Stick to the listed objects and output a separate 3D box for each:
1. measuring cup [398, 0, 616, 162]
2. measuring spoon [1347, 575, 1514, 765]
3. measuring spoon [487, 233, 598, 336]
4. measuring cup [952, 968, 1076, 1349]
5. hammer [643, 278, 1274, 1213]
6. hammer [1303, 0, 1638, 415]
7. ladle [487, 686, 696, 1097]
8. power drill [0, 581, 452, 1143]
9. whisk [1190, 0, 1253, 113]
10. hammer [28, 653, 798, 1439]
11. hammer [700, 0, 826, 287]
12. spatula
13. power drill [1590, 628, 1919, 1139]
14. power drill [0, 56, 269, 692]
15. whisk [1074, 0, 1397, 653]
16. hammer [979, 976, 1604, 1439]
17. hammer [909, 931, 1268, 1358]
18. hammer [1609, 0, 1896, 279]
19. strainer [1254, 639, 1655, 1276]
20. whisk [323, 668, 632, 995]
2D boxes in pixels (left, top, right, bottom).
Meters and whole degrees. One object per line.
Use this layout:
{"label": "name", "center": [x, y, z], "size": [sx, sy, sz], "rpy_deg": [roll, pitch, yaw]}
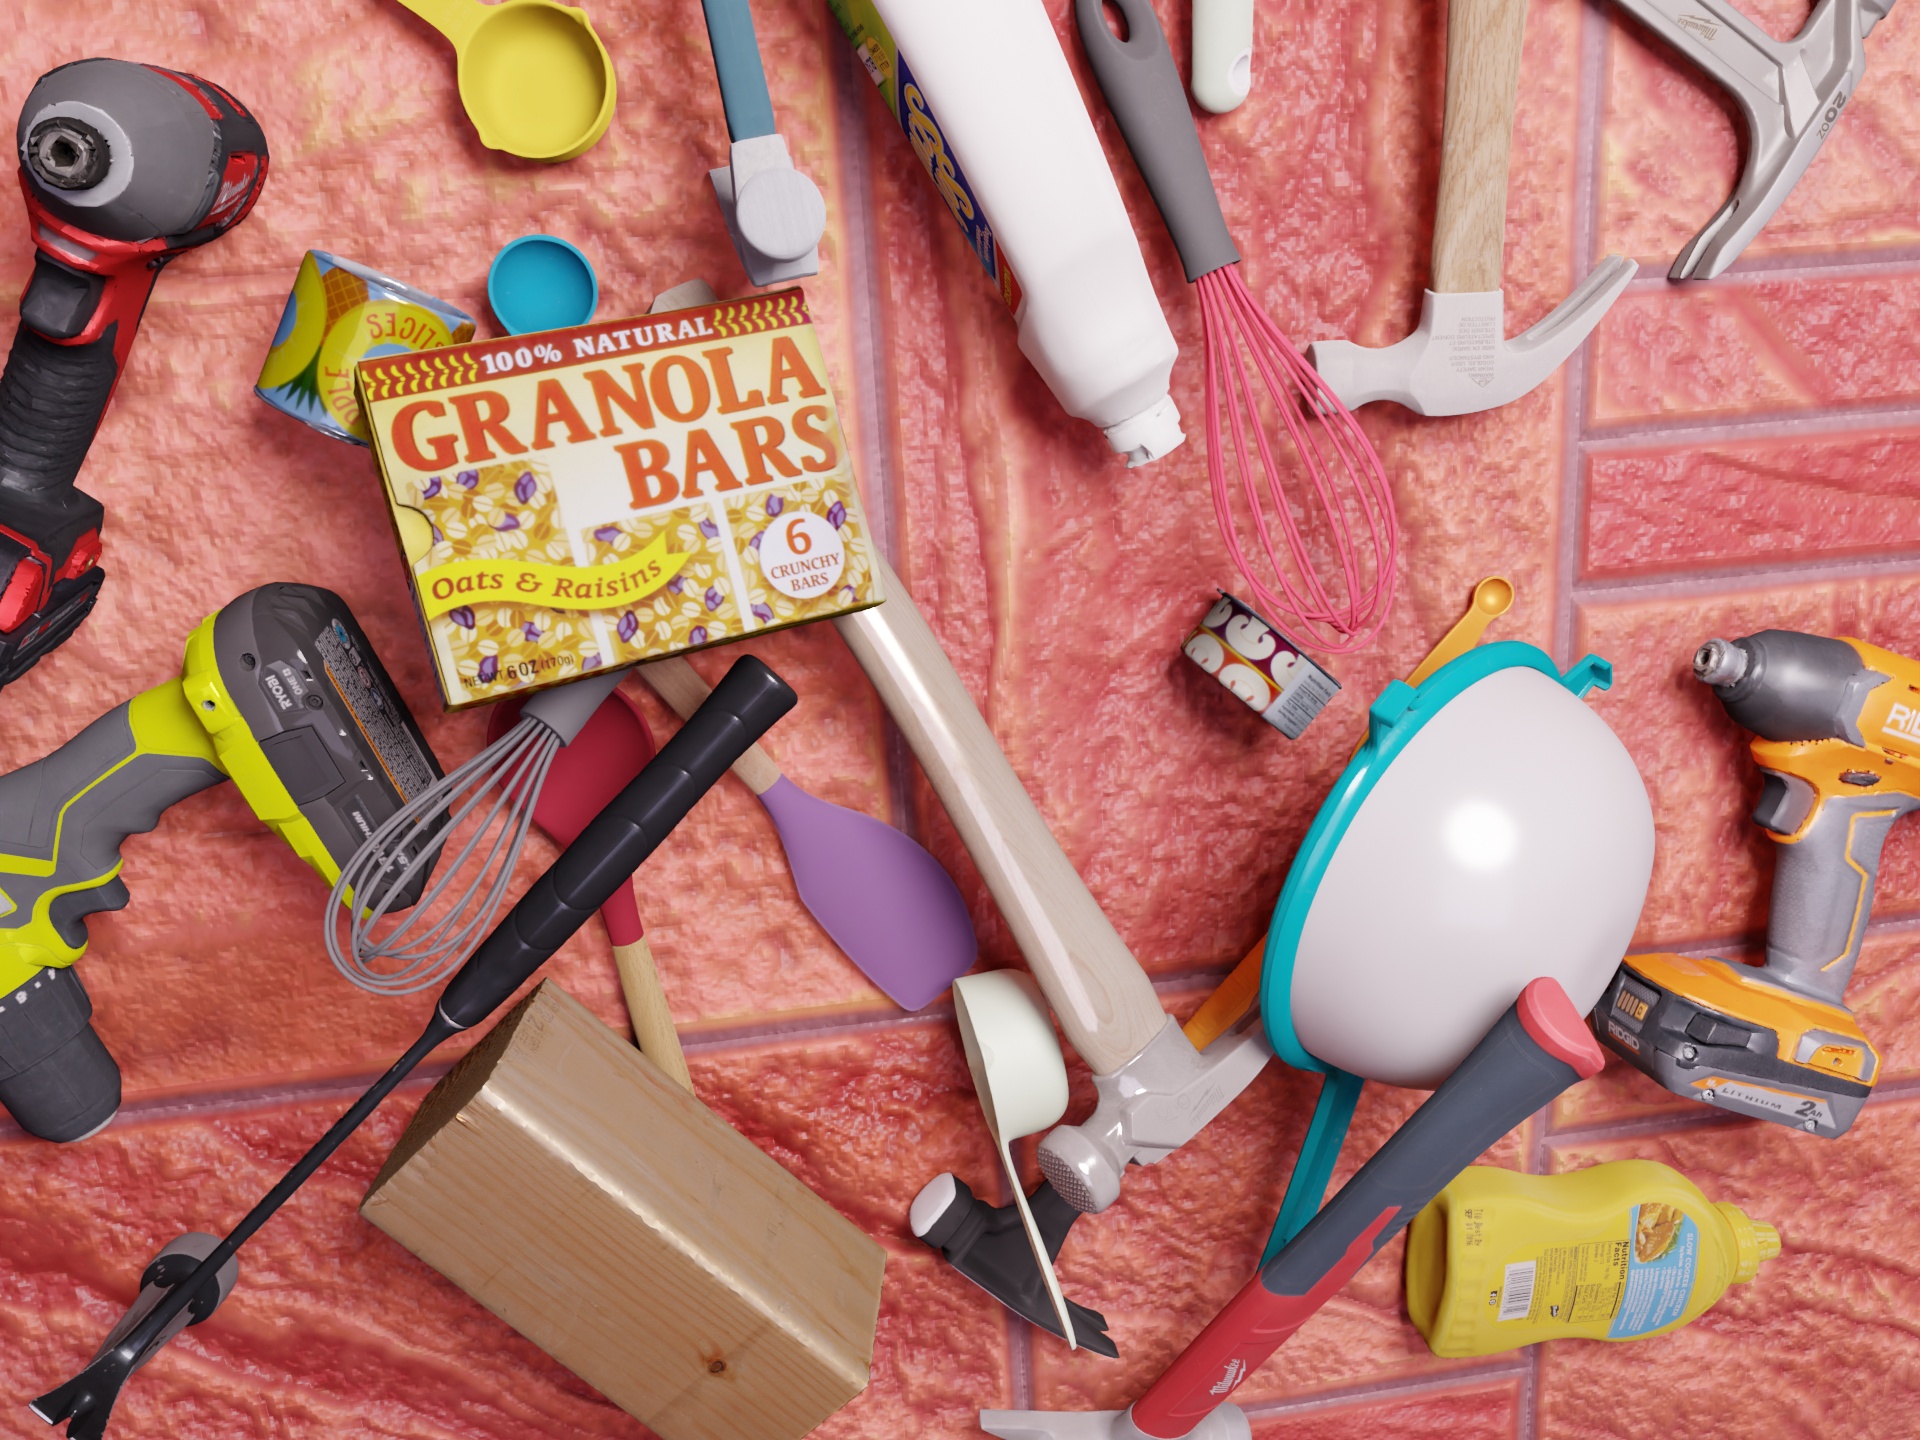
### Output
{"label": "measuring cup", "center": [-0.198, -0.272, 0.601], "size": [0.156, 0.029, 0.062], "rpy_deg": [38, 97, -5]}
{"label": "measuring spoon", "center": [0.217, -0.019, 0.743], "size": [0.021, 0.011, 0.117], "rpy_deg": [32, 102, -16]}
{"label": "measuring spoon", "center": [-0.171, -0.128, 0.638], "size": [0.042, 0.021, 0.128], "rpy_deg": [4, 101, -18]}
{"label": "measuring cup", "center": [0.037, 0.192, 0.712], "size": [0.038, 0.083, 0.168], "rpy_deg": [-16, 76, -8]}
{"label": "hammer", "center": [-0.001, -0.002, 0.667], "size": [0.146, 0.038, 0.410], "rpy_deg": [-36, 99, -25]}
{"label": "hammer", "center": [0.208, -0.284, 0.618], "size": [0.130, 0.031, 0.331], "rpy_deg": [-2, 116, 1]}
{"label": "ladle", "center": [-0.142, 0.121, 0.714], "size": [0.069, 0.031, 0.315], "rpy_deg": [-12, 109, -1]}
{"label": "power drill", "center": [-0.330, 0.059, 0.641], "size": [0.228, 0.080, 0.190], "rpy_deg": [-23, 112, 0]}
{"label": "whisk", "center": [0.097, -0.351, 0.585], "size": [0.058, 0.059, 0.246], "rpy_deg": [-37, 135, -37]}
{"label": "hammer", "center": [-0.214, 0.126, 0.641], "size": [0.036, 0.149, 0.409], "rpy_deg": [43, 94, -8]}
{"label": "hammer", "center": [-0.097, -0.320, 0.561], "size": [0.033, 0.128, 0.331], "rpy_deg": [-13, 98, -6]}
{"label": "spatula", "center": [-0.099, 0.008, 0.694], "size": [0.060, 0.018, 0.315], "rpy_deg": [-41, 109, -1]}
{"label": "power drill", "center": [0.391, 0.070, 0.760], "size": [0.164, 0.084, 0.226], "rpy_deg": [18, 98, -13]}
{"label": "power drill", "center": [-0.321, -0.126, 0.556], "size": [0.078, 0.143, 0.219], "rpy_deg": [28, 102, -18]}
{"label": "whisk", "center": [0.110, -0.165, 0.649], "size": [0.073, 0.073, 0.296], "rpy_deg": [-23, 97, -2]}
{"label": "hammer", "center": [0.139, 0.239, 0.694], "size": [0.143, 0.038, 0.386], "rpy_deg": [10, 131, -20]}
{"label": "hammer", "center": [0.130, 0.155, 0.763], "size": [0.127, 0.034, 0.337], "rpy_deg": [40, 96, -16]}
{"label": "hammer", "center": [0.214, -0.331, 0.640], "size": [0.359, 0.037, 0.149], "rpy_deg": [28, 99, -16]}
{"label": "strainer", "center": [0.214, 0.137, 0.695], "size": [0.211, 0.095, 0.340], "rpy_deg": [-7, 118, -45]}
{"label": "whisk", "center": [-0.159, 0.004, 0.622], "size": [0.055, 0.055, 0.239], "rpy_deg": [41, 65, -17]}
